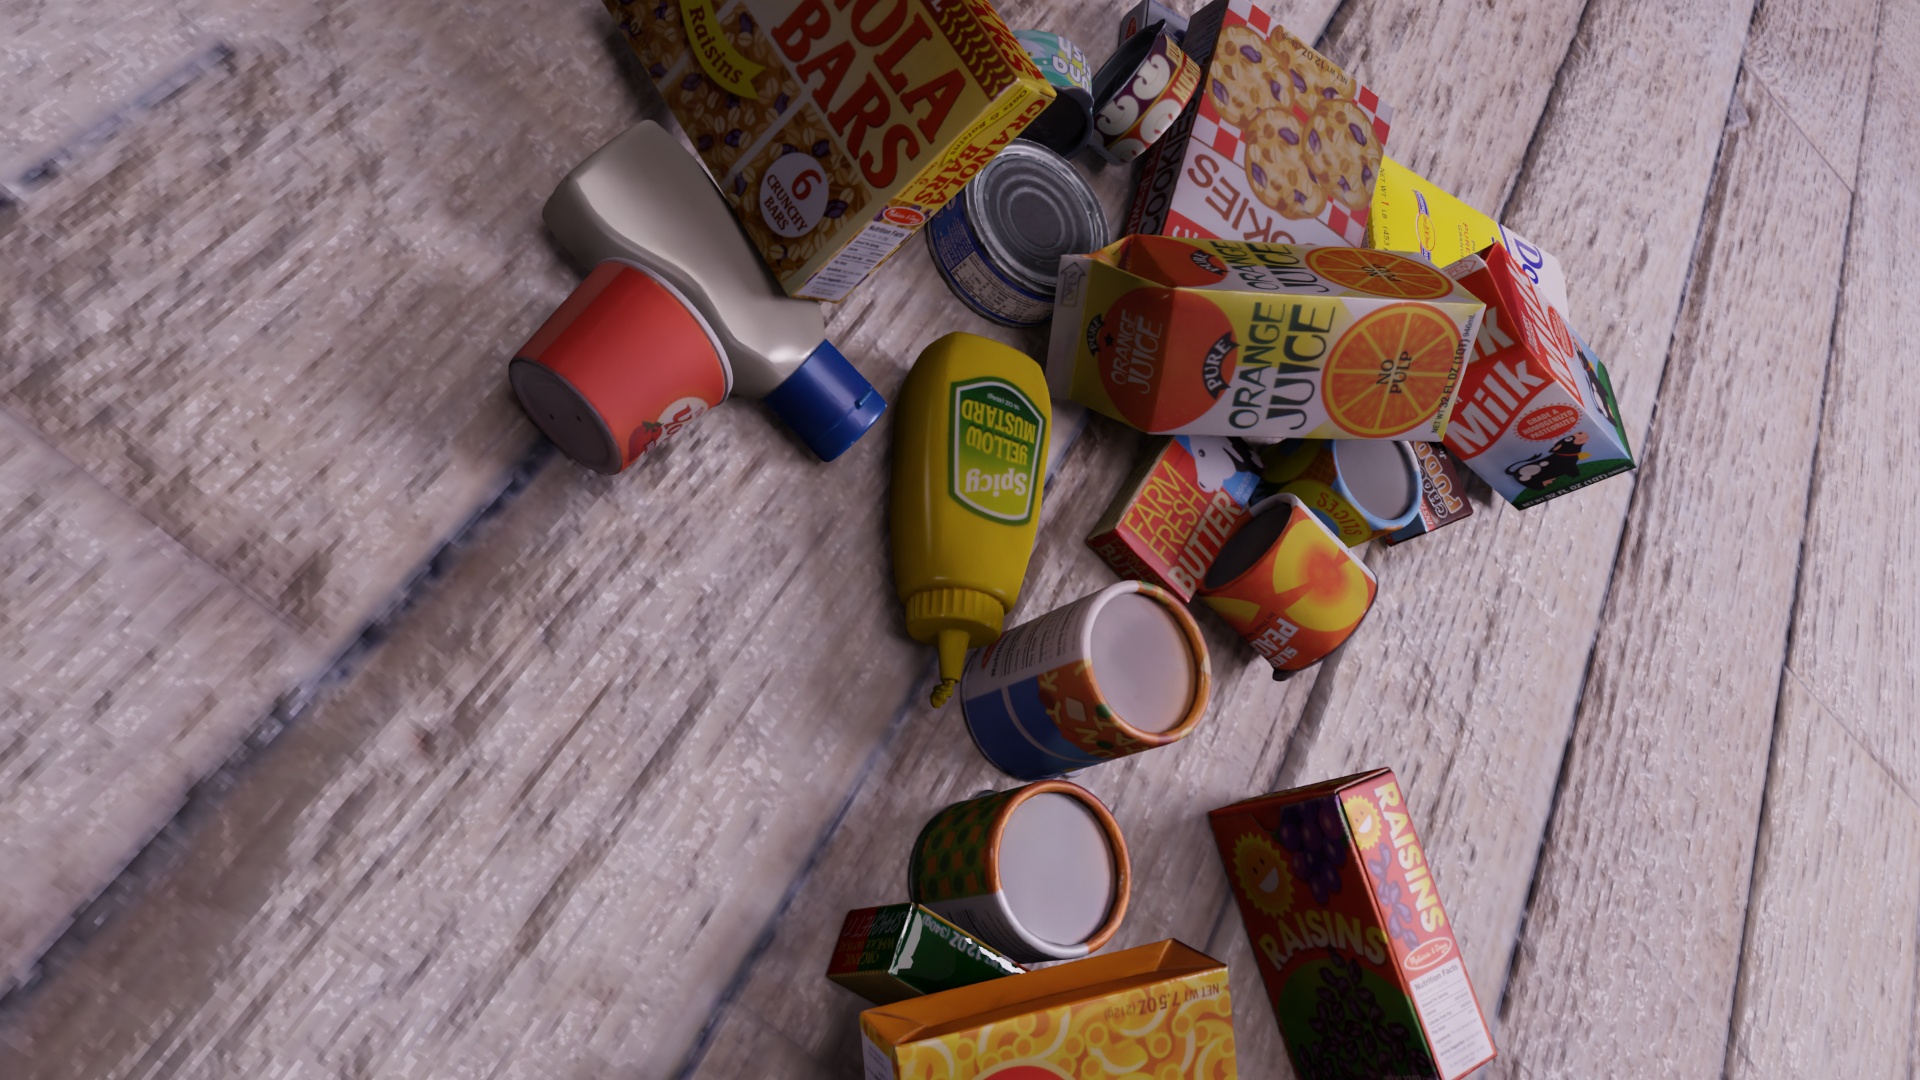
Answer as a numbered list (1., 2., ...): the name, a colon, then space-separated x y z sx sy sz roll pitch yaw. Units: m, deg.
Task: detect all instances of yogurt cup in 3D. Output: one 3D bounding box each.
1. yogurt cup: -0.126 -0.061 0.507 0.072 0.072 0.054 46 62 -10

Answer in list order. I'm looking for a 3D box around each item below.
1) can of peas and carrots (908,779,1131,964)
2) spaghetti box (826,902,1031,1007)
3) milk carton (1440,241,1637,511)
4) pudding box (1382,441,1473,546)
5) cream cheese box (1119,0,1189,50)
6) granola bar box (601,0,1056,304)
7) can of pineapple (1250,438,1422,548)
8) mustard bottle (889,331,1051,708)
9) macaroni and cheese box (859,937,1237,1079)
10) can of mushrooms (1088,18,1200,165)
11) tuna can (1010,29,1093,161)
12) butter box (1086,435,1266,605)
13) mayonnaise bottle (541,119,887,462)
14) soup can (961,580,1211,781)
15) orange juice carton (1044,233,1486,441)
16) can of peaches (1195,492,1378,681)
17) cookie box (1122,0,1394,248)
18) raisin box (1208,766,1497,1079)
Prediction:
1. can of peas and carrots: 0.024 0.127 0.535 0.071 0.058 0.071 13 66 -30
2. spaghetti box: 0.063 0.210 0.534 0.250 0.050 0.029 35 58 -18
3. milk carton: 0.289 -0.094 0.754 0.190 0.072 0.074 28 49 -39
4. pudding box: 0.241 -0.043 0.763 0.050 0.030 0.084 -16 81 -37
5. cream cheese box: 0.136 -0.257 0.780 0.104 0.024 0.053 21 63 -26
6. granola bar box: -0.057 -0.196 0.546 0.166 0.124 0.039 58 25 14
7. can of pineapple: 0.190 -0.027 0.705 0.071 0.057 0.071 12 66 -30
8. mustard bottle: 0.002 -0.007 0.579 0.065 0.048 0.161 17 63 -26
9. macaroni and cheese box: 0.036 0.233 0.471 0.124 0.040 0.166 -6 91 -21
10. can of mushrooms: 0.090 -0.229 0.710 0.033 0.071 0.071 37 56 -19
11. tuna can: 0.032 -0.211 0.664 0.071 0.071 0.033 14 64 -29
12. butter box: 0.105 -0.018 0.667 0.053 0.024 0.104 44 54 -11
13. mayonnaise bottle: -0.093 -0.095 0.556 0.148 0.041 0.065 46 48 -12
14. soup can: 0.052 0.060 0.564 0.071 0.083 0.071 13 66 -30
15. orange juice carton: 0.135 -0.096 0.652 0.193 0.071 0.073 1 31 -12
16. can of peaches: 0.151 0.021 0.657 0.058 0.071 0.071 43 54 -13
17. cookie box: 0.159 -0.187 0.739 0.123 0.040 0.168 26 71 -24
18. raisin box: 0.164 0.166 0.595 0.040 0.086 0.123 -12 79 -31
